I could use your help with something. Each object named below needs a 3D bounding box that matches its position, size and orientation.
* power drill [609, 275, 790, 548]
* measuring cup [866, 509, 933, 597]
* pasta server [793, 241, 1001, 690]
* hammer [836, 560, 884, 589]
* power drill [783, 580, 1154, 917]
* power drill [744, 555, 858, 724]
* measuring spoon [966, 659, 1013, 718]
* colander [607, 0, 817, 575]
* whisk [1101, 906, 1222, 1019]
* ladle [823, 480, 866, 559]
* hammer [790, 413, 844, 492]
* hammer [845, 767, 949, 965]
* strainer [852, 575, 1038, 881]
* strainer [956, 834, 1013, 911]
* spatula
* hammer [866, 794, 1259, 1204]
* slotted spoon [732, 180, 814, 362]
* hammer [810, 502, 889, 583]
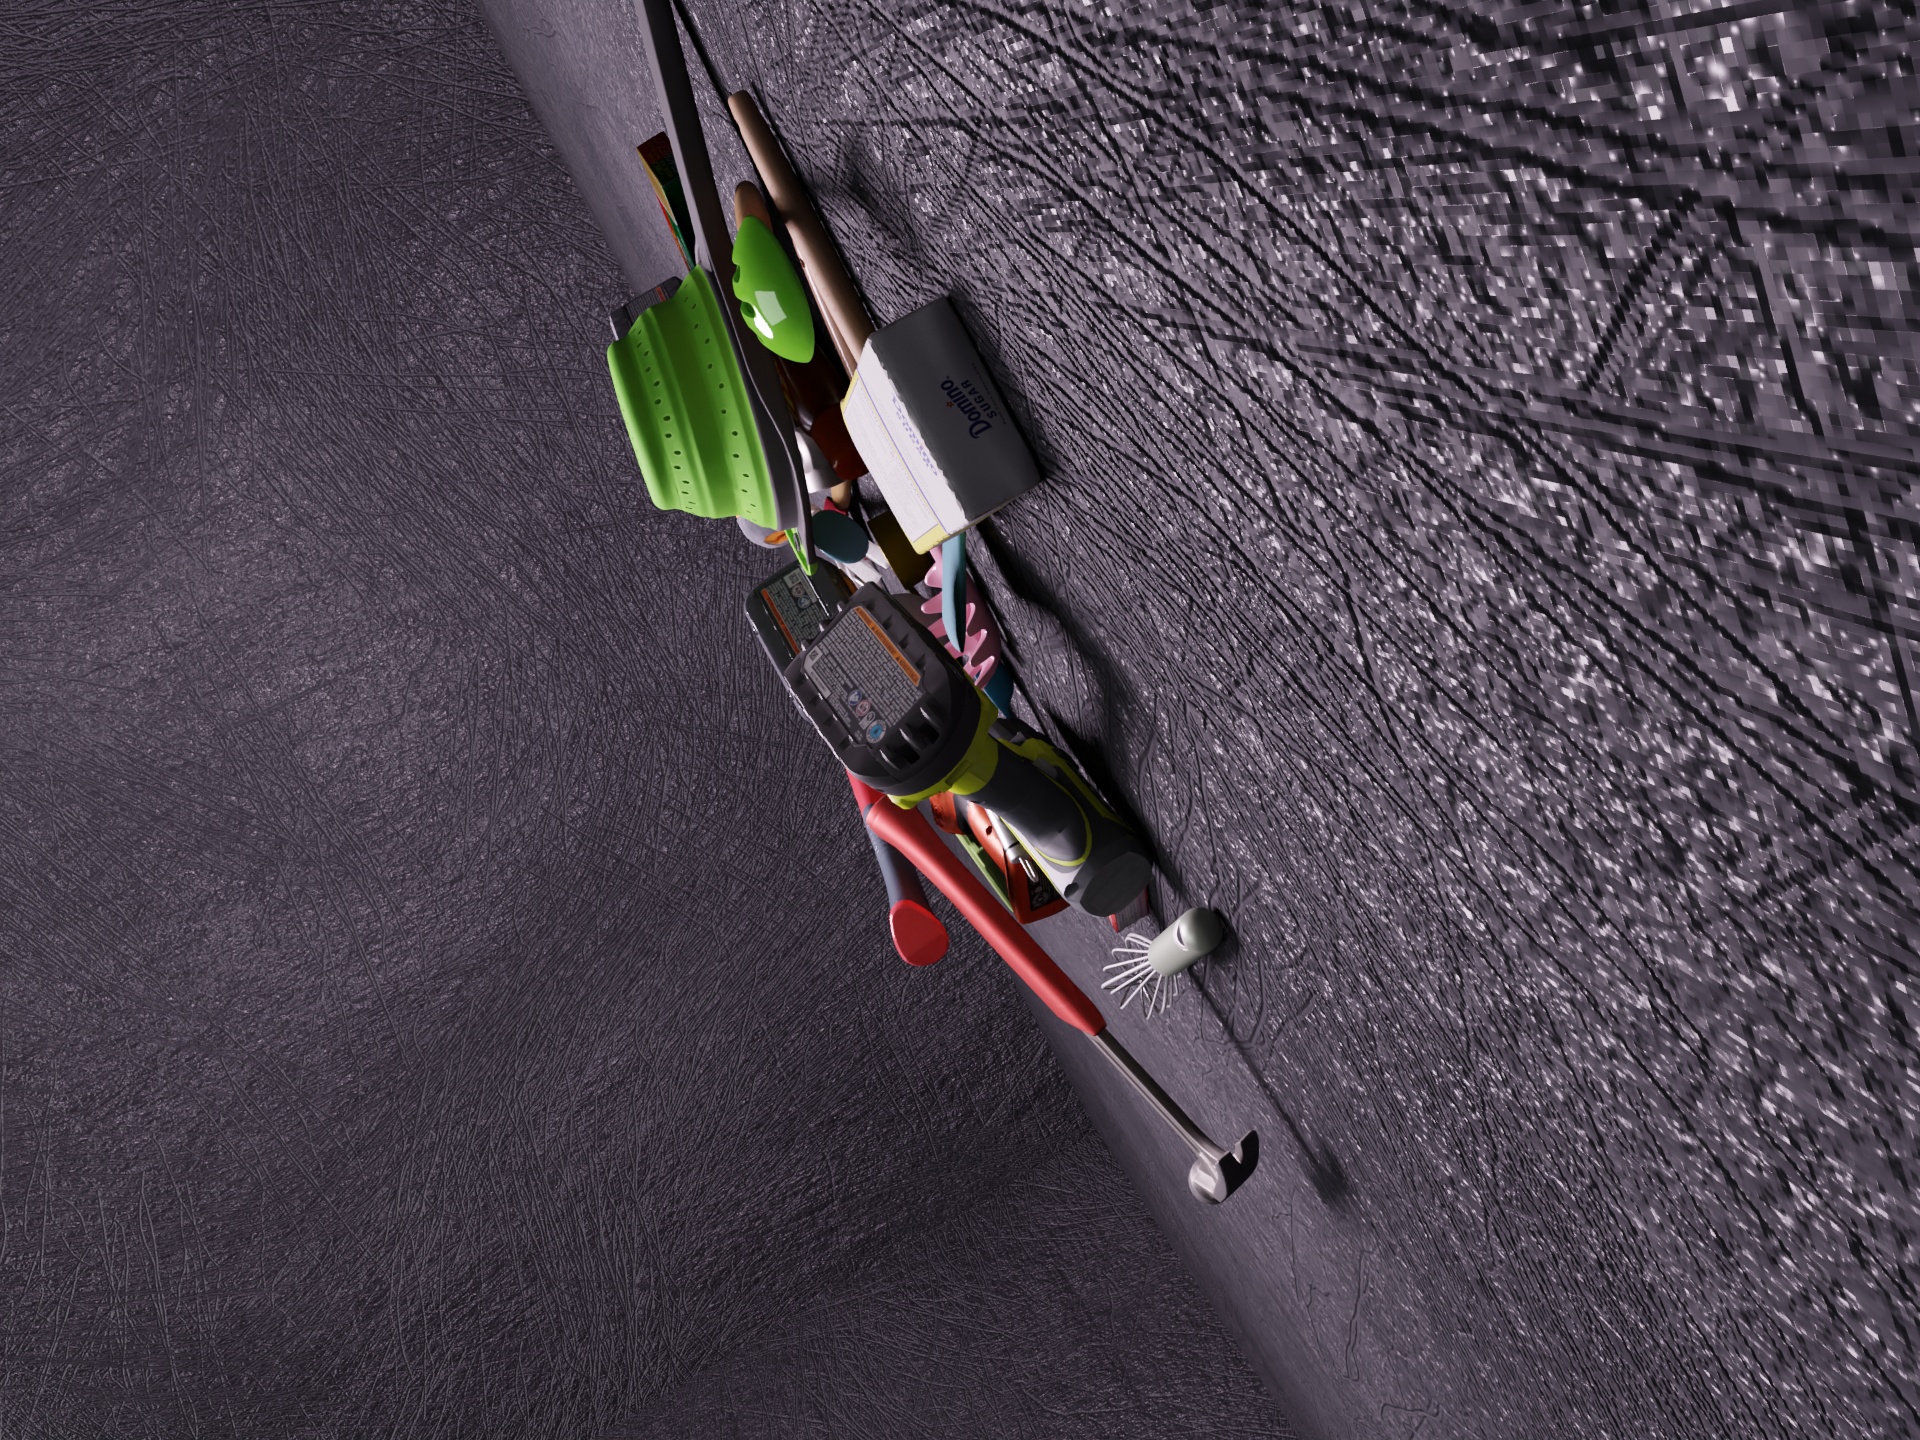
[{"bbox_3d":[-0.222,-0.276,1.426,0.226,0.084,0.164,59,180,-33],"label":"power drill"},{"bbox_3d":[-0.024,-0.102,1.175,0.062,0.029,0.156,62,-174,34],"label":"measuring cup"},{"bbox_3d":[-0.038,-0.147,0.969,0.060,0.040,0.316,33,154,51],"label":"pasta server"},{"bbox_3d":[-0.020,-0.034,1.408,0.146,0.038,0.411,65,173,-30],"label":"hammer"},{"bbox_3d":[0.005,0.016,0.936,0.223,0.080,0.171,36,-170,-46],"label":"power drill"},{"bbox_3d":[-0.077,-0.028,1.281,0.185,0.084,0.226,60,-174,13],"label":"power drill"},{"bbox_3d":[0.050,0.004,1.097,0.128,0.021,0.042,52,-174,-11],"label":"measuring spoon"},{"bbox_3d":[-0.183,-0.268,0.984,0.205,0.094,0.396,-121,16,-57],"label":"colander"},{"bbox_3d":[0.126,0.144,0.968,0.246,0.059,0.058,99,159,-74],"label":"whisk"},{"bbox_3d":[-0.101,-0.194,1.361,0.069,0.031,0.315,57,173,5],"label":"ladle"},{"bbox_3d":[-0.147,-0.268,1.297,0.331,0.031,0.130,-128,18,-72],"label":"hammer"},{"bbox_3d":[-0.058,0.086,1.294,0.143,0.038,0.387,50,-174,-29],"label":"hammer"},{"bbox_3d":[-0.002,-0.003,1.094,0.259,0.050,0.086,64,-172,18],"label":"strainer"},{"bbox_3d":[0.005,0.056,1.441,0.257,0.069,0.151,55,179,34],"label":"strainer"},{"bbox_3d":[-0.055,-0.188,0.871,0.317,0.044,0.082,62,179,-13],"label":"spatula"},{"bbox_3d":[0.061,0.175,1.074,0.359,0.037,0.149,46,165,22],"label":"hammer"},{"bbox_3d":[-0.107,-0.253,0.841,0.314,0.031,0.070,-109,2,-61],"label":"slotted spoon"},{"bbox_3d":[-0.103,-0.146,1.233,0.128,0.033,0.331,34,-177,-11],"label":"hammer"}]
